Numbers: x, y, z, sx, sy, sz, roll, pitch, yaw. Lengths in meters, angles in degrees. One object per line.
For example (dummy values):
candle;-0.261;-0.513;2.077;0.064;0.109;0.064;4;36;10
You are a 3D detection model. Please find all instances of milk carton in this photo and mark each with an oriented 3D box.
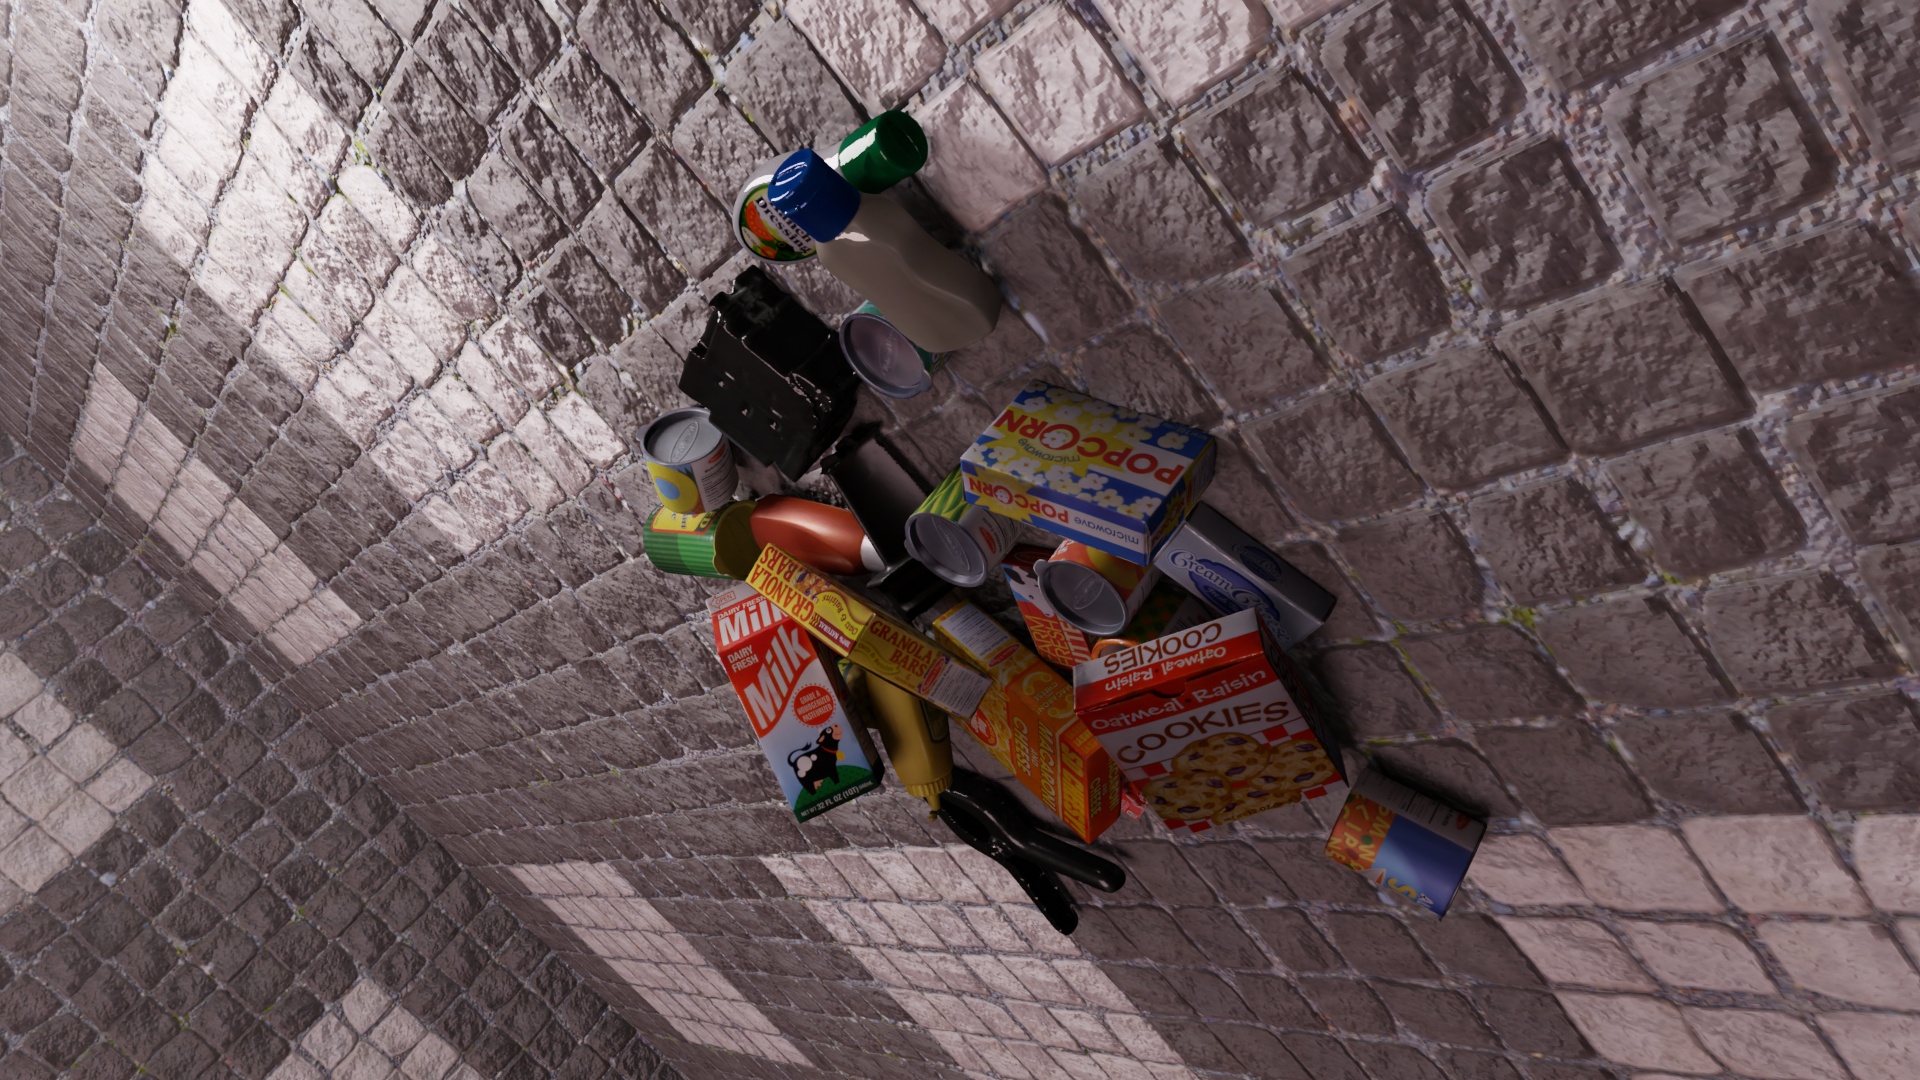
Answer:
milk carton;-0.134;0.120;1.113;0.073;0.072;0.190;-26;-89;-88

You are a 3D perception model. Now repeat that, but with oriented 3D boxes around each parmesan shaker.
parmesan shaker;-0.212;0.000;1.162;0.103;0.072;0.071;3;132;43

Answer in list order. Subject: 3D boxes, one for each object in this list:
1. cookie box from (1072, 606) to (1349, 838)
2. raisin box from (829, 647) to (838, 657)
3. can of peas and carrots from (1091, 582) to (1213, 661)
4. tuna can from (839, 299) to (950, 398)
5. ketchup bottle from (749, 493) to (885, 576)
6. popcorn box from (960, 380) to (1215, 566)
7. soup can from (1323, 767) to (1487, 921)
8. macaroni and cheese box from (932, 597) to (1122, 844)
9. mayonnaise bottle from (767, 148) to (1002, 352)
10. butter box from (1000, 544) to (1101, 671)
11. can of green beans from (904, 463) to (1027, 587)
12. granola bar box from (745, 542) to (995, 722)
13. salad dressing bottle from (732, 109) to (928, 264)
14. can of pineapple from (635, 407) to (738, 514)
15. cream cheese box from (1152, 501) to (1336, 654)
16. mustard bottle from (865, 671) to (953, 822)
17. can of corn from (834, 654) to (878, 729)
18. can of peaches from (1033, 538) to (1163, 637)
cookie box;0.161;0.121;0.885;0.123;0.040;0.167;-21;133;19
raisin box;-0.143;0.122;1.224;0.040;0.086;0.122;26;145;29
can of peas and carrots;0.127;0.071;0.926;0.071;0.059;0.070;26;144;21
tuna can;-0.039;-0.124;0.882;0.071;0.033;0.070;26;144;20
ketchup bottle;-0.093;0.001;1.072;0.149;0.044;0.064;10;144;37
popcorn box;0.075;-0.042;0.820;0.127;0.085;0.038;21;141;27
soup can;0.288;0.198;0.907;0.084;0.072;0.071;25;144;22
macaroni and cheese box;0.052;0.135;1.051;0.167;0.040;0.123;39;153;33
mayonnaise bottle;-0.044;-0.163;0.788;0.064;0.041;0.148;-10;145;42
butter box;0.070;0.050;0.989;0.053;0.024;0.103;9;135;39
can of green beans;0.005;-0.012;0.948;0.071;0.058;0.071;26;144;20
granola bar box;-0.069;0.066;1.016;0.124;0.039;0.166;33;177;-37
salad dressing bottle;-0.078;-0.207;0.813;0.064;0.044;0.147;46;145;-23
can of pineapple;-0.214;-0.063;1.095;0.071;0.071;0.057;22;143;25
cream cheese box;0.174;0.025;0.857;0.104;0.024;0.053;37;146;5
mustard bottle;-0.035;0.157;1.137;0.049;0.065;0.159;-7;105;24
can of corn;-0.077;0.126;1.180;0.058;0.071;0.071;-2;128;44
can of peaches;0.091;0.018;0.899;0.071;0.058;0.071;26;145;21
